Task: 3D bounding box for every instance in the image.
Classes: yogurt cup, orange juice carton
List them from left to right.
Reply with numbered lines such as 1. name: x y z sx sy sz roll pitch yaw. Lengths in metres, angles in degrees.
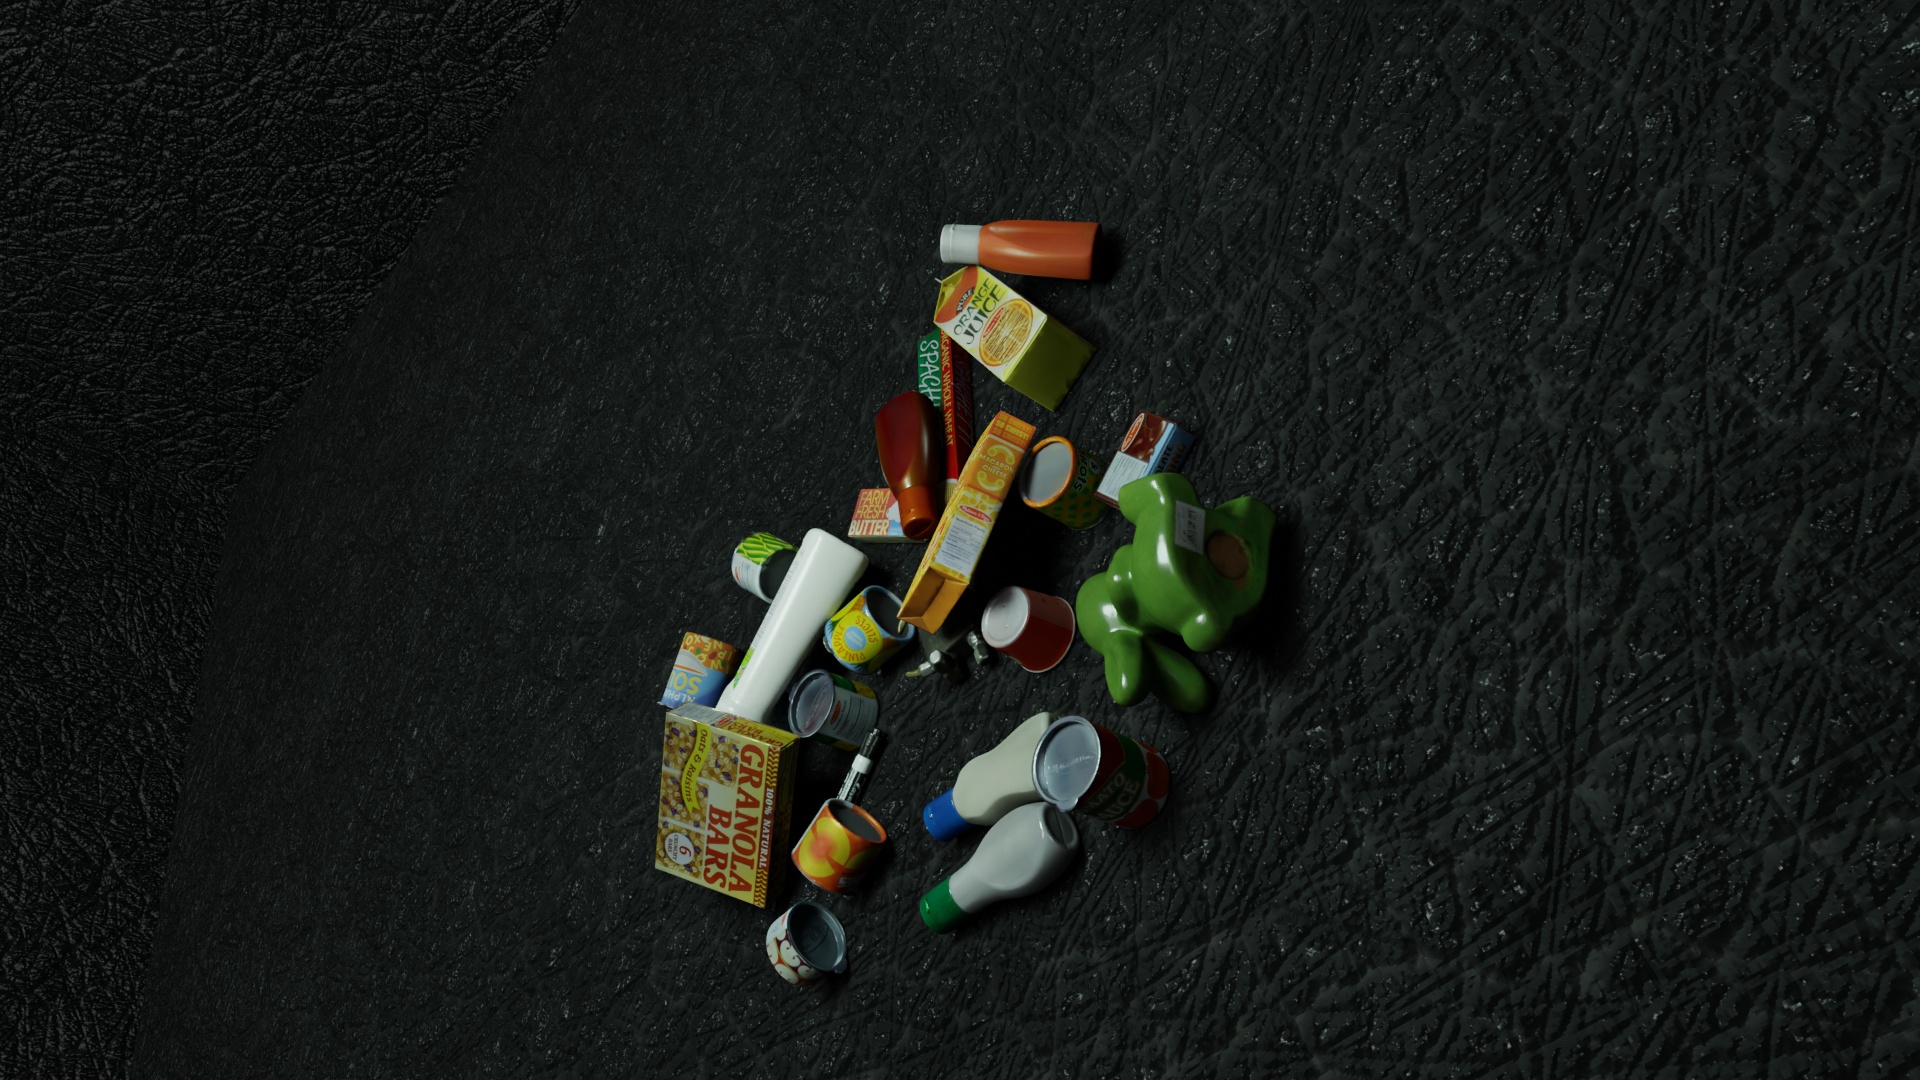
1. orange juice carton: 0.040 -0.203 1.328 0.073 0.072 0.193 -55 39 10
2. yogurt cup: 0.055 0.072 1.168 0.072 0.054 0.073 -25 52 38

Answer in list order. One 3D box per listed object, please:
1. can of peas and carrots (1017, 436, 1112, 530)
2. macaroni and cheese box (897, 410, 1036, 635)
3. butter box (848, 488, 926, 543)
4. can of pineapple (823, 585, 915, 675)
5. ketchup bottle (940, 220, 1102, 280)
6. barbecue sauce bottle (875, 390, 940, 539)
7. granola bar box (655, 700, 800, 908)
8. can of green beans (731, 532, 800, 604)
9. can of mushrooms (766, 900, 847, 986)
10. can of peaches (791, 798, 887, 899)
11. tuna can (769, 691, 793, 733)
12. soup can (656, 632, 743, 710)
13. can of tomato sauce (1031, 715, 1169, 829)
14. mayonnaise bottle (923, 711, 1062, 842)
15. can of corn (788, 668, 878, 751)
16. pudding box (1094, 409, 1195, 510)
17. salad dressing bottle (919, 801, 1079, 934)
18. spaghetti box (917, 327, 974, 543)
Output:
1. can of peas and carrots: 0.094 -0.050 1.190 0.070 0.058 0.071 -26 52 38
2. macaroni and cheese box: 0.004 -0.015 1.211 0.167 0.040 0.123 -66 4 -29
3. butter box: -0.068 -0.025 1.389 0.103 0.024 0.053 0 70 49
4. can of pineapple: -0.086 0.085 1.310 0.057 0.071 0.071 -41 43 26
5. ketchup bottle: 0.057 -0.277 1.308 0.149 0.043 0.065 6 44 12
6. barbecue sauce bottle: -0.046 -0.070 1.326 0.064 0.043 0.149 -36 47 31
7. granola bar box: -0.219 0.246 1.301 0.124 0.039 0.165 14 108 20
8. can of green beans: -0.201 0.030 1.476 0.058 0.071 0.071 22 87 51
9. can of mushrooms: -0.133 0.355 1.214 0.033 0.071 0.071 -41 43 26
10. can of peaches: -0.105 0.272 1.229 0.058 0.071 0.071 -57 38 8
11. tuna can: -0.198 0.179 1.414 0.071 0.033 0.071 -26 51 38
12. soup can: -0.280 0.147 1.496 0.071 0.071 0.084 3 72 50
13. can of tomato sauce: 0.105 0.174 1.028 0.071 0.083 0.071 -26 52 38
14. mayonnaise bottle: 0.032 0.199 1.134 0.147 0.041 0.065 -38 43 31
15. can of corn: -0.121 0.160 1.316 0.071 0.058 0.071 -26 51 38
16. pudding box: 0.153 -0.061 1.152 0.050 0.030 0.083 30 92 53
17. salad dressing bottle: 0.028 0.262 1.099 0.147 0.044 0.064 -41 45 28
18. spaghetti box: -0.013 -0.109 1.371 0.050 0.028 0.251 -29 49 35
